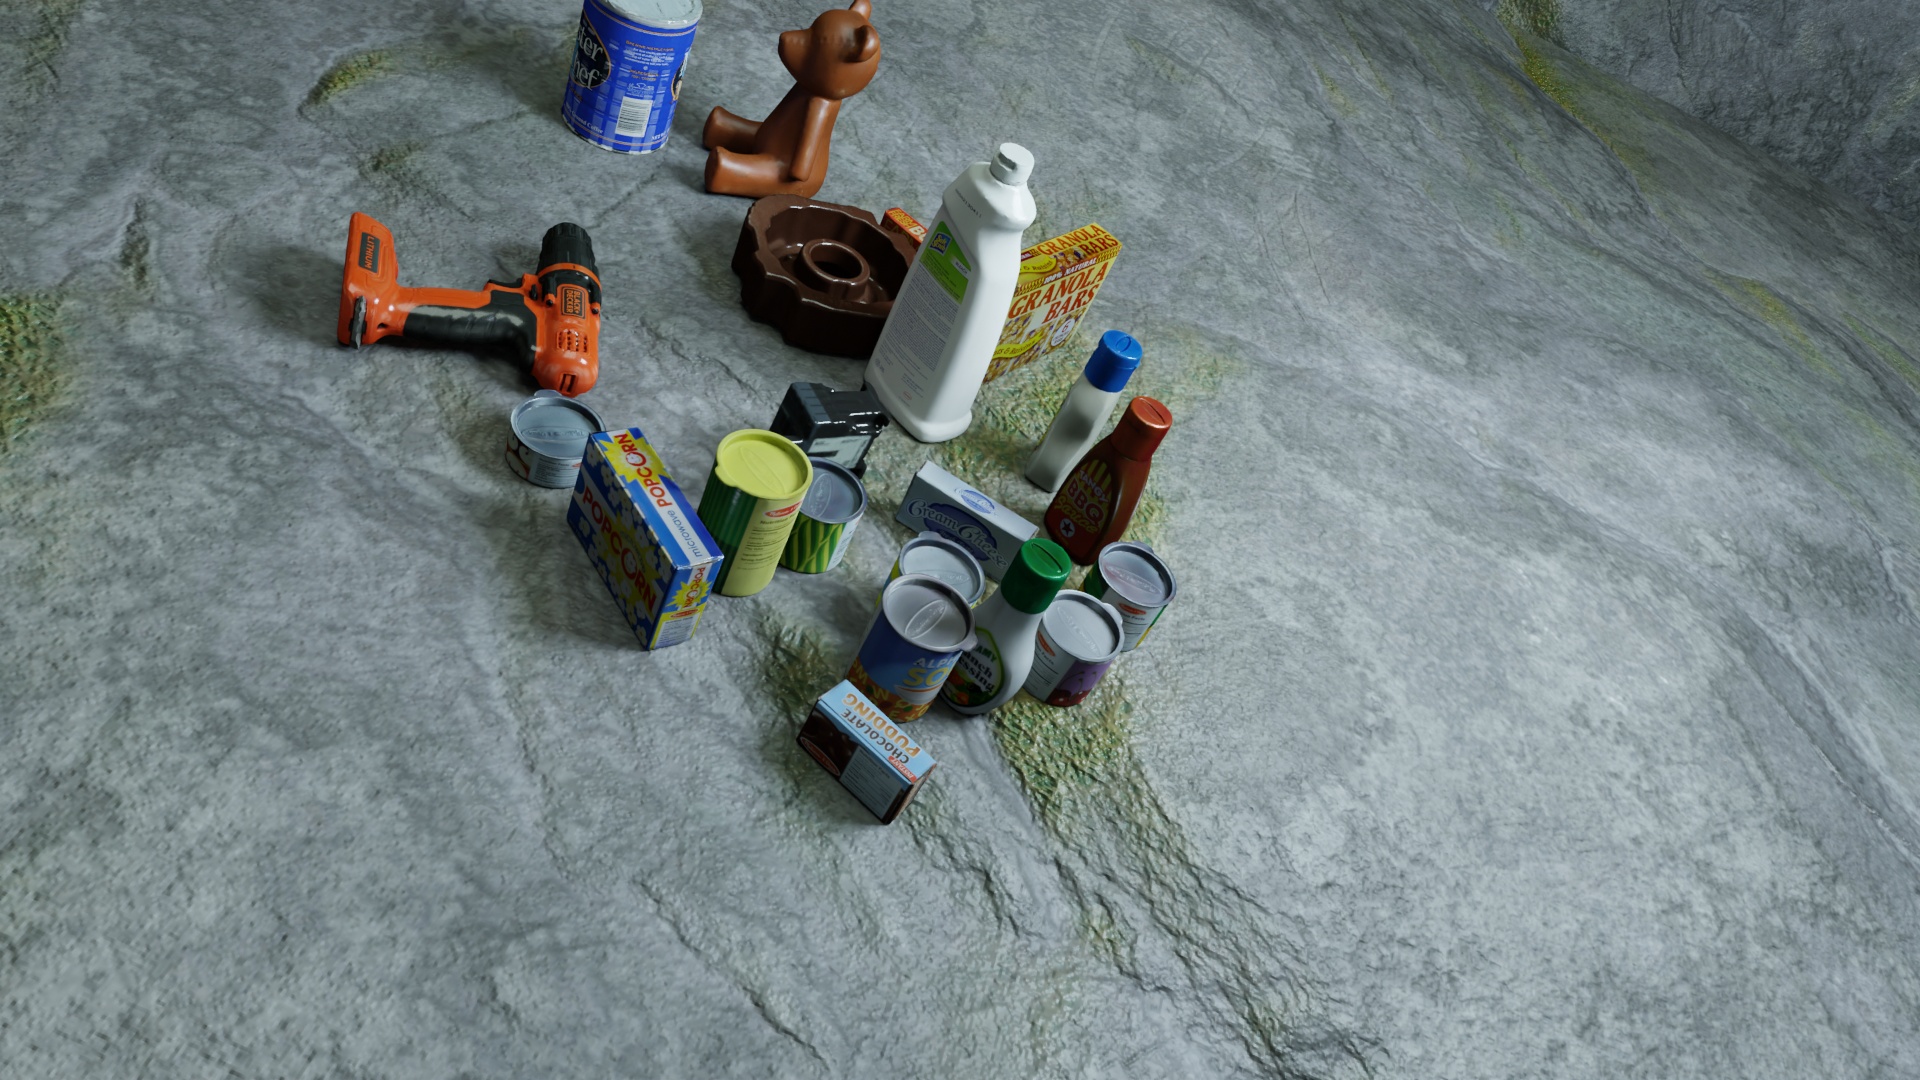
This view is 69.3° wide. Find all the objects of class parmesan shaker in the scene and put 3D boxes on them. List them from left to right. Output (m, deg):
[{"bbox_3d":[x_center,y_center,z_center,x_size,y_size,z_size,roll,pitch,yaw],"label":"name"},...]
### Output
[{"bbox_3d":[-0.151,-0.017,0.961,0.071,0.102,0.072,16,42,-15],"label":"parmesan shaker"}]

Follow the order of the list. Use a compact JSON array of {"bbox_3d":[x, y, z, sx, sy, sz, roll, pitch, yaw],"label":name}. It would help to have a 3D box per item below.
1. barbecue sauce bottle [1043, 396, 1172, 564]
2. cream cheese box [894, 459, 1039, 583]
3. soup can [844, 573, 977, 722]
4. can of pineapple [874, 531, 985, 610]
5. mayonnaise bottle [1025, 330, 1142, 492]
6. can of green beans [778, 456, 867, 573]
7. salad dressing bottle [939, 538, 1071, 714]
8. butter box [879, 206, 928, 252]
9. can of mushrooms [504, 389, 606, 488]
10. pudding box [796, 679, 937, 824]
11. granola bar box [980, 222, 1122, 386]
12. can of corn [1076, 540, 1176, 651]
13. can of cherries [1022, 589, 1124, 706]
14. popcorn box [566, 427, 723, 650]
[{"bbox_3d":[0.121,-0.050,1.109,0.044,0.147,0.065,-17,58,-40],"label":"barbecue sauce bottle"},{"bbox_3d":[0.004,-0.014,1.080,0.104,0.053,0.024,32,41,4],"label":"cream cheese box"},{"bbox_3d":[-0.033,0.076,0.944,0.071,0.083,0.072,16,42,-15],"label":"soup can"},{"bbox_3d":[-0.023,0.039,1.008,0.071,0.057,0.071,15,42,-14],"label":"can of pineapple"},{"bbox_3d":[0.104,-0.109,1.161,0.041,0.147,0.065,33,41,5],"label":"mayonnaise bottle"},{"bbox_3d":[-0.109,-0.018,1.019,0.071,0.057,0.071,15,42,-14],"label":"can of green beans"},{"bbox_3d":[0.029,0.059,0.947,0.064,0.146,0.044,44,43,18],"label":"salad dressing bottle"},{"bbox_3d":[-0.038,-0.265,1.315,0.103,0.052,0.024,42,42,15],"label":"butter box"},{"bbox_3d":[-0.290,-0.073,0.994,0.071,0.033,0.071,15,42,-14],"label":"can of mushrooms"},{"bbox_3d":[-0.061,0.136,0.894,0.084,0.049,0.030,40,42,13],"label":"pudding box"},{"bbox_3d":[0.065,-0.215,1.266,0.039,0.123,0.166,43,43,16],"label":"granola bar box"},{"bbox_3d":[0.127,0.043,1.086,0.071,0.058,0.071,15,42,-14],"label":"can of corn"},{"bbox_3d":[0.081,0.079,1.023,0.071,0.058,0.072,15,42,-14],"label":"can of cherries"},{"bbox_3d":[-0.212,-0.002,0.925,0.038,0.084,0.127,-15,56,-39],"label":"popcorn box"}]
